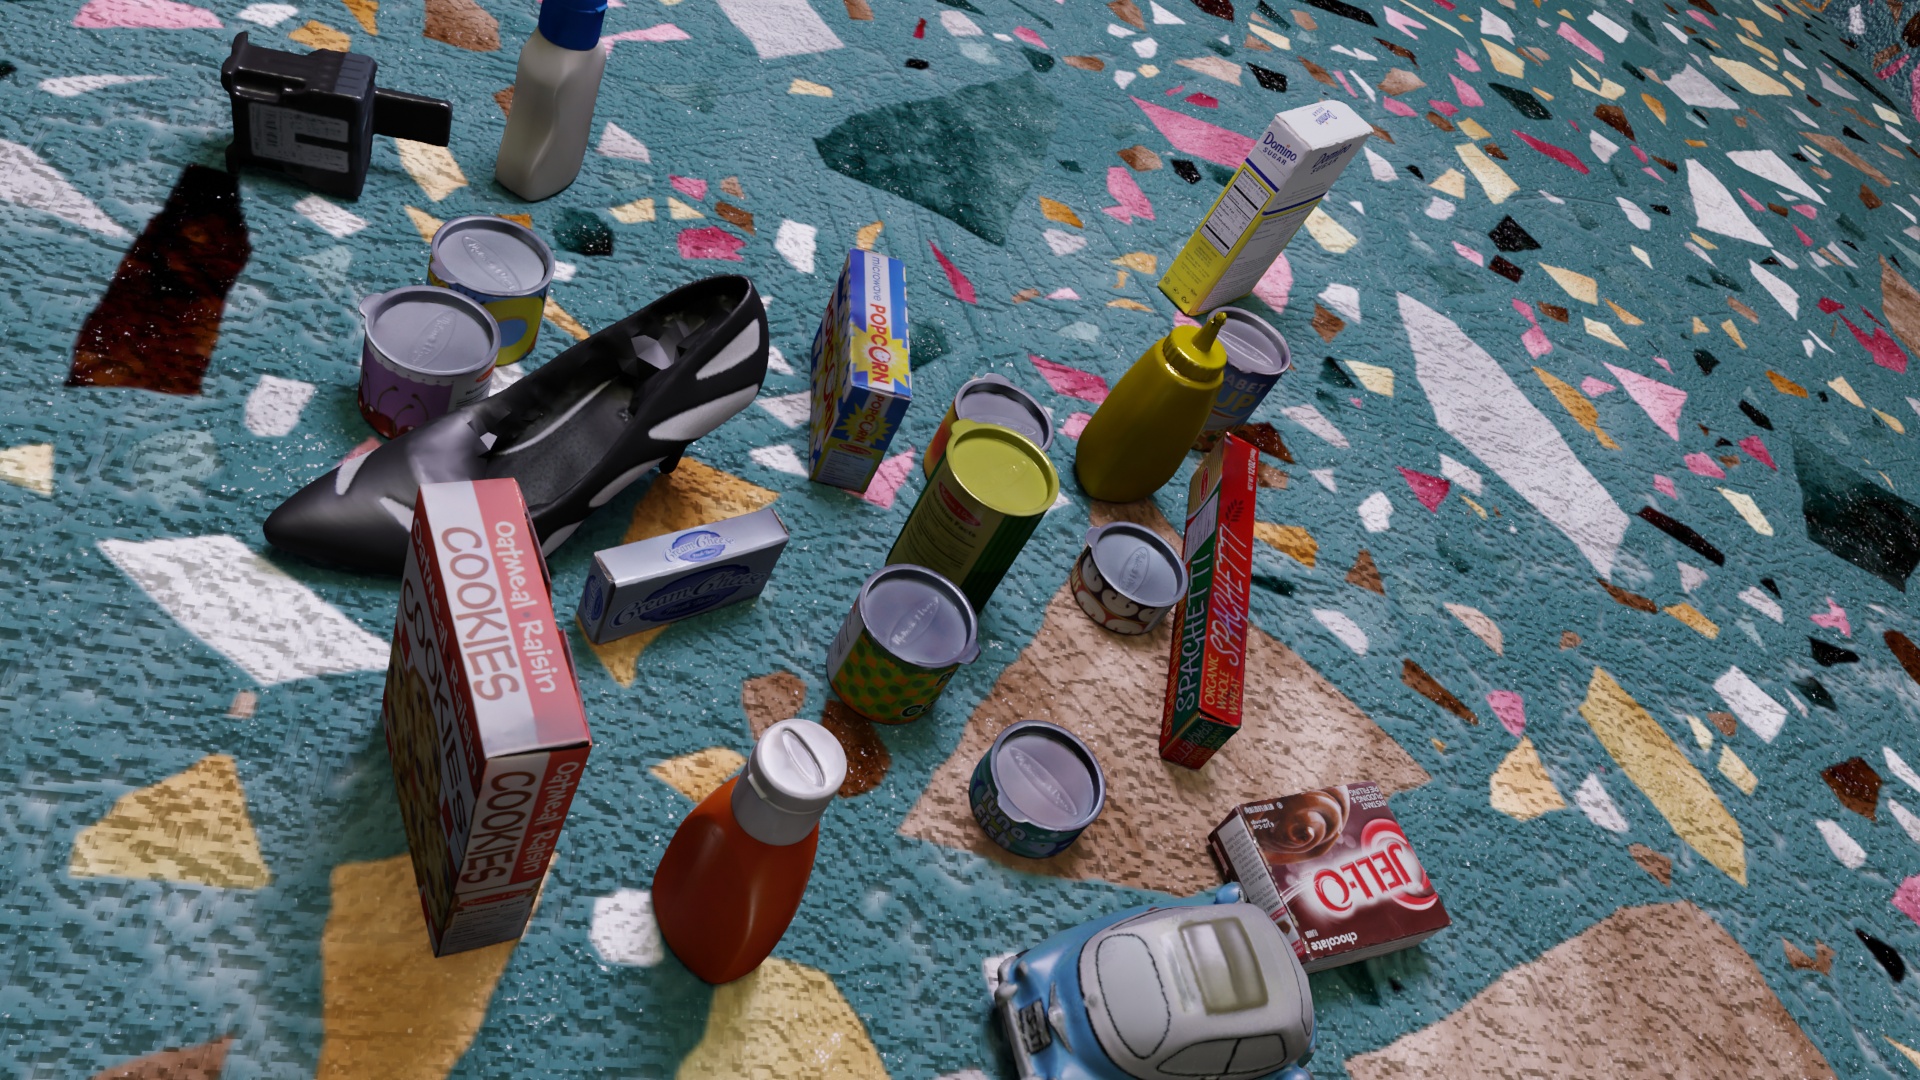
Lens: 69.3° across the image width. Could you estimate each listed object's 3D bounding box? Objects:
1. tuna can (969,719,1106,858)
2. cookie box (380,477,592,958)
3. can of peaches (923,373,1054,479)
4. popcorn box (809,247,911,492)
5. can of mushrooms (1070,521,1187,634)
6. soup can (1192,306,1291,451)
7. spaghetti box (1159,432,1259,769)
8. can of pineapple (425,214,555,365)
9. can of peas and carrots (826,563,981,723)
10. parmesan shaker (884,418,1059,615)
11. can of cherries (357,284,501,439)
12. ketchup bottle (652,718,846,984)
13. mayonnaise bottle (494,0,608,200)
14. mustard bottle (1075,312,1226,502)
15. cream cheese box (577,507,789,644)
[{"bbox_3d":[0.039,0.132,0.729,0.071,0.032,0.071,15,46,-16],"label":"tuna can"},{"bbox_3d":[-0.195,0.074,0.559,0.040,0.166,0.123,-6,55,-32],"label":"cookie box"},{"bbox_3d":[0.017,-0.060,0.870,0.071,0.057,0.071,15,46,-16],"label":"can of peaches"},{"bbox_3d":[-0.062,-0.105,0.848,0.038,0.084,0.127,12,47,-19],"label":"popcorn box"},{"bbox_3d":[0.102,0.022,0.860,0.071,0.033,0.071,15,46,-16],"label":"can of mushrooms"},{"bbox_3d":[0.183,-0.112,0.987,0.071,0.083,0.072,15,46,-16],"label":"soup can"},{"bbox_3d":[0.158,0.031,0.870,0.029,0.050,0.251,24,44,-8],"label":"spaghetti box"},{"bbox_3d":[-0.271,-0.141,0.788,0.071,0.057,0.071,15,46,-16],"label":"can of pineapple"},{"bbox_3d":[-0.030,0.057,0.740,0.071,0.058,0.071,15,46,-16],"label":"can of peas and carrots"},{"bbox_3d":[0.003,-0.010,0.785,0.071,0.102,0.072,15,46,-16],"label":"parmesan shaker"},{"bbox_3d":[-0.285,-0.093,0.737,0.071,0.058,0.072,15,46,-16],"label":"can of cherries"},{"bbox_3d":[-0.088,0.129,0.581,0.044,0.148,0.065,-19,63,-39],"label":"ketchup bottle"},{"bbox_3d":[-0.250,-0.284,0.861,0.041,0.147,0.065,33,44,1],"label":"mayonnaise bottle"},{"bbox_3d":[0.129,-0.089,0.883,0.065,0.159,0.049,1,52,-28],"label":"mustard bottle"},{"bbox_3d":[-0.143,0.018,0.718,0.104,0.053,0.024,-17,61,-38],"label":"cream cheese box"}]
